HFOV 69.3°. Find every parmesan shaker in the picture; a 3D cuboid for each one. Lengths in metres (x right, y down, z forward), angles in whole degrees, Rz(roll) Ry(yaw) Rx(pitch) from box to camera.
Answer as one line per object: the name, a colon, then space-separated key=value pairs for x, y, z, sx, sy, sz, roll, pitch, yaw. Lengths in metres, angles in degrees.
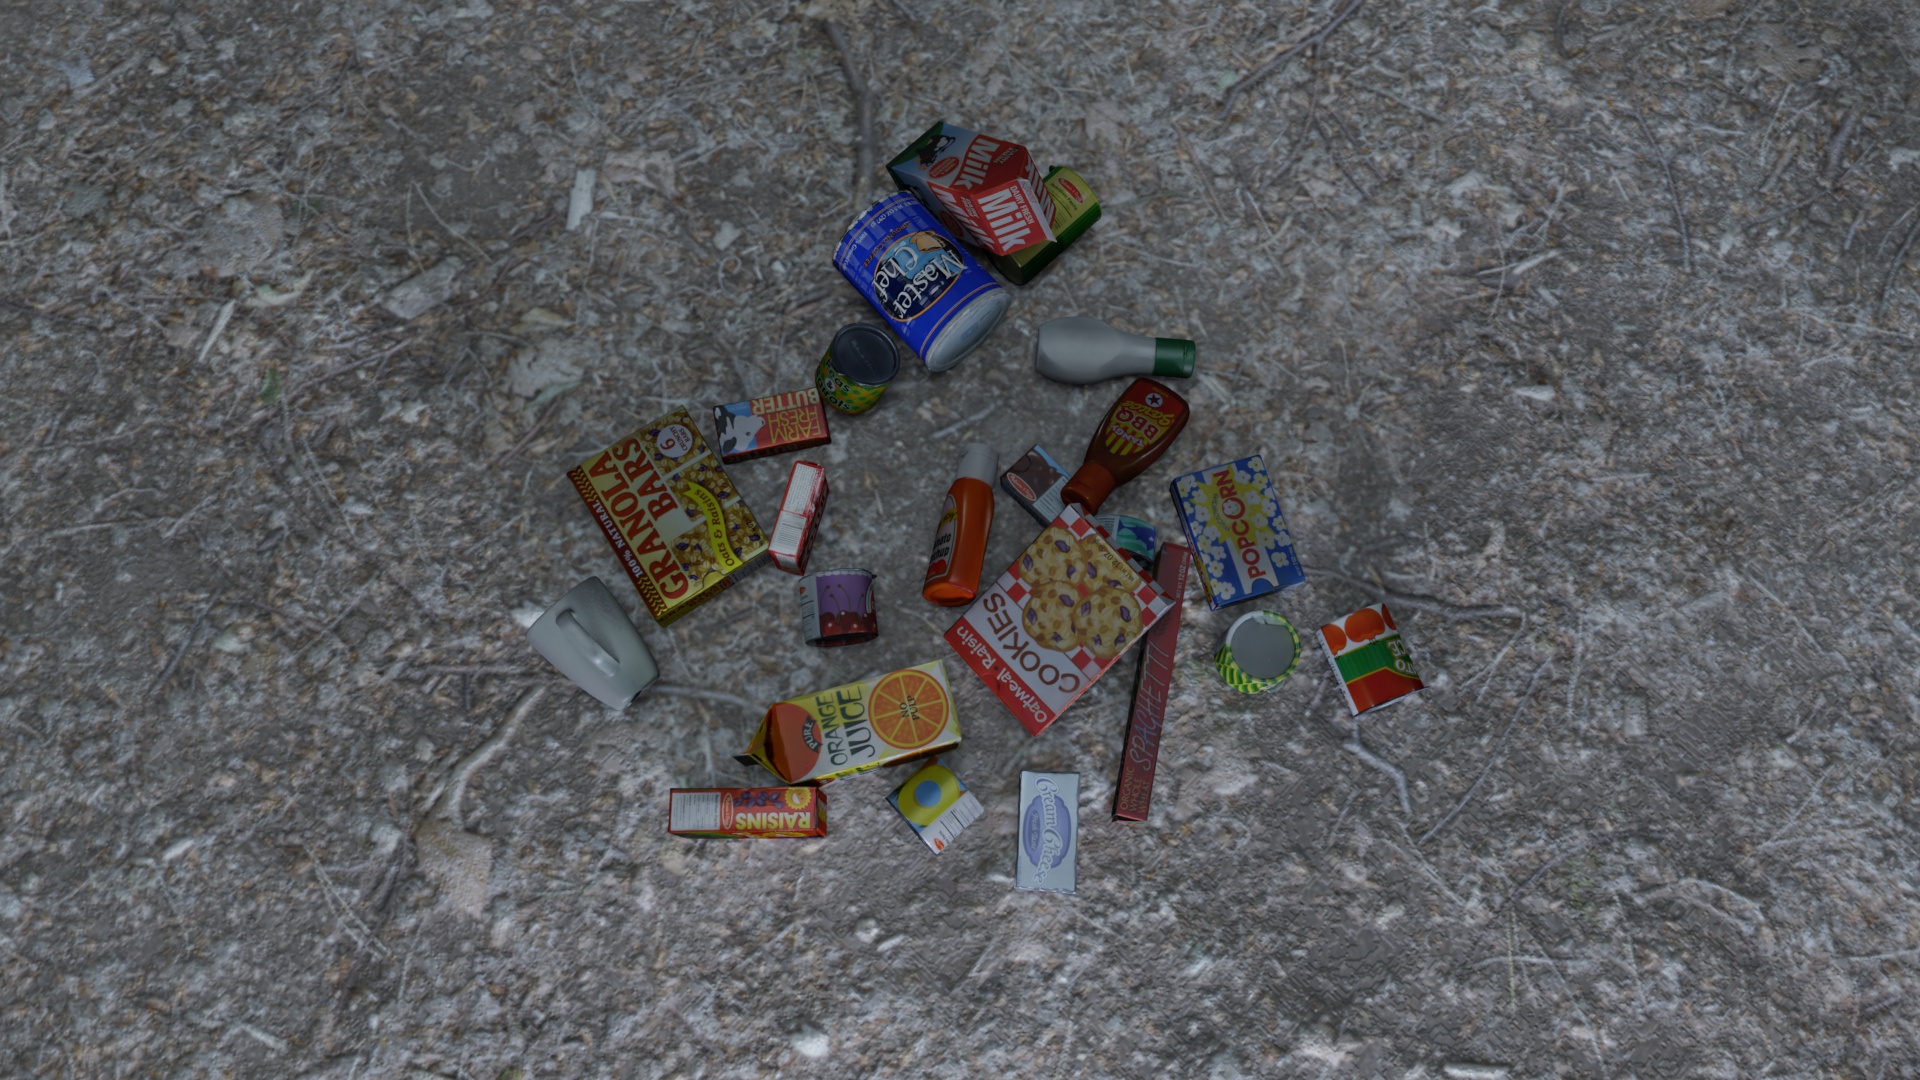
parmesan shaker: x=0.074 y=-0.303 z=1.335 sx=0.103 sy=0.071 sz=0.071 roll=-43 pitch=79 yaw=-10

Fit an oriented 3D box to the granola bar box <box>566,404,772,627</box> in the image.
granola bar box: x=-0.264 y=-0.024 z=1.271 sx=0.124 sy=0.039 sz=0.166 roll=-32 pitch=77 yaw=-8

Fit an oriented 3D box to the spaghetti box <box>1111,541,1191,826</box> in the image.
spaghetti box: x=0.168 y=0.127 z=1.227 sx=0.029 sy=0.050 sz=0.250 roll=11 pitch=75 yaw=4

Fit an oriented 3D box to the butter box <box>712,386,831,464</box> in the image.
butter box: x=-0.176 y=-0.108 z=1.302 sx=0.103 sy=0.024 sz=0.053 roll=-11 pitch=74 yaw=-3

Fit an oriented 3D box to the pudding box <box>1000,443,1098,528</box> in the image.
pudding box: x=0.082 y=-0.043 z=1.283 sx=0.050 sy=0.030 sz=0.084 roll=-44 pitch=79 yaw=-10

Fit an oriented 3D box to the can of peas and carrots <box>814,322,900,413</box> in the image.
can of peas and carrots: x=-0.098 y=-0.158 z=1.287 sx=0.071 sy=0.058 sz=0.071 roll=10 pitch=63 yaw=-20

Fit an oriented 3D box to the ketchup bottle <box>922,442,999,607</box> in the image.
ketchup bottle: x=0.005 y=-0.016 z=1.261 sx=0.043 sy=0.064 sz=0.149 roll=22 pitch=65 yaw=-20

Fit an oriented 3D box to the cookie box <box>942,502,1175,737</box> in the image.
cookie box: x=0.084 y=0.069 z=1.214 sx=0.123 sy=0.040 sz=0.167 roll=47 pitch=105 yaw=11

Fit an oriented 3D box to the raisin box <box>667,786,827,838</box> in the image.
raisin box: x=-0.178 y=0.232 z=1.178 sx=0.123 sy=0.086 sz=0.040 roll=-1 pitch=74 yaw=-1

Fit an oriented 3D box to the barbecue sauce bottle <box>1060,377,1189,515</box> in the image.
barbecue sauce bottle: x=0.147 y=-0.083 z=1.269 sx=0.065 sy=0.043 sz=0.149 roll=33 pitch=62 yaw=15

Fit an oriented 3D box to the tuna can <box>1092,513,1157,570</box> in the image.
tuna can: x=0.146 y=0.002 z=1.254 sx=0.071 sy=0.071 sz=0.033 roll=11 pitch=74 yaw=3

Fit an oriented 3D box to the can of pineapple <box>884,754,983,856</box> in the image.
can of pineapple: x=-0.023 y=0.225 z=1.191 sx=0.058 sy=0.071 sz=0.071 roll=-41 pitch=79 yaw=-10

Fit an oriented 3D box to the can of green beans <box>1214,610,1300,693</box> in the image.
can of green beans: x=0.263 y=0.099 z=1.231 sx=0.071 sy=0.057 sz=0.071 roll=0 pitch=75 yaw=0

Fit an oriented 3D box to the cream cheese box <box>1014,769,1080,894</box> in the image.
cream cheese box: x=0.075 y=0.252 z=1.205 sx=0.053 sy=0.024 sz=0.104 roll=4 pitch=75 yaw=0

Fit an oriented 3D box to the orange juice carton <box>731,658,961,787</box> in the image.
orange juice carton: x=-0.099 y=0.166 z=1.203 sx=0.193 sy=0.071 sz=0.073 roll=-15 pitch=75 yaw=-5

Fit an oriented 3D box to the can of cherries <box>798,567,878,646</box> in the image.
can of cherries: x=-0.106 y=0.060 z=1.235 sx=0.071 sy=0.071 sz=0.058 roll=-7 pitch=75 yaw=-2

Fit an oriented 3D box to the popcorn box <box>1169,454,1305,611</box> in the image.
popcorn box: x=0.252 y=-0.007 z=1.270 sx=0.085 sy=0.038 sz=0.127 roll=-15 pitch=75 yaw=-6

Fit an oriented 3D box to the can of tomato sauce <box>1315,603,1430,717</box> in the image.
can of tomato sauce: x=0.363 y=0.105 z=1.225 sx=0.071 sy=0.071 sz=0.083 roll=-20 pitch=76 yaw=-5

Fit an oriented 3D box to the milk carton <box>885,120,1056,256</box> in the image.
milk carton: x=0.019 y=-0.324 z=1.285 sx=0.073 sy=0.072 sz=0.191 roll=-43 pitch=41 yaw=-11

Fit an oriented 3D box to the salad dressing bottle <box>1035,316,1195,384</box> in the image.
salad dressing bottle: x=0.146 y=-0.177 z=1.313 sx=0.148 sy=0.044 sz=0.064 roll=5 pitch=73 yaw=0
